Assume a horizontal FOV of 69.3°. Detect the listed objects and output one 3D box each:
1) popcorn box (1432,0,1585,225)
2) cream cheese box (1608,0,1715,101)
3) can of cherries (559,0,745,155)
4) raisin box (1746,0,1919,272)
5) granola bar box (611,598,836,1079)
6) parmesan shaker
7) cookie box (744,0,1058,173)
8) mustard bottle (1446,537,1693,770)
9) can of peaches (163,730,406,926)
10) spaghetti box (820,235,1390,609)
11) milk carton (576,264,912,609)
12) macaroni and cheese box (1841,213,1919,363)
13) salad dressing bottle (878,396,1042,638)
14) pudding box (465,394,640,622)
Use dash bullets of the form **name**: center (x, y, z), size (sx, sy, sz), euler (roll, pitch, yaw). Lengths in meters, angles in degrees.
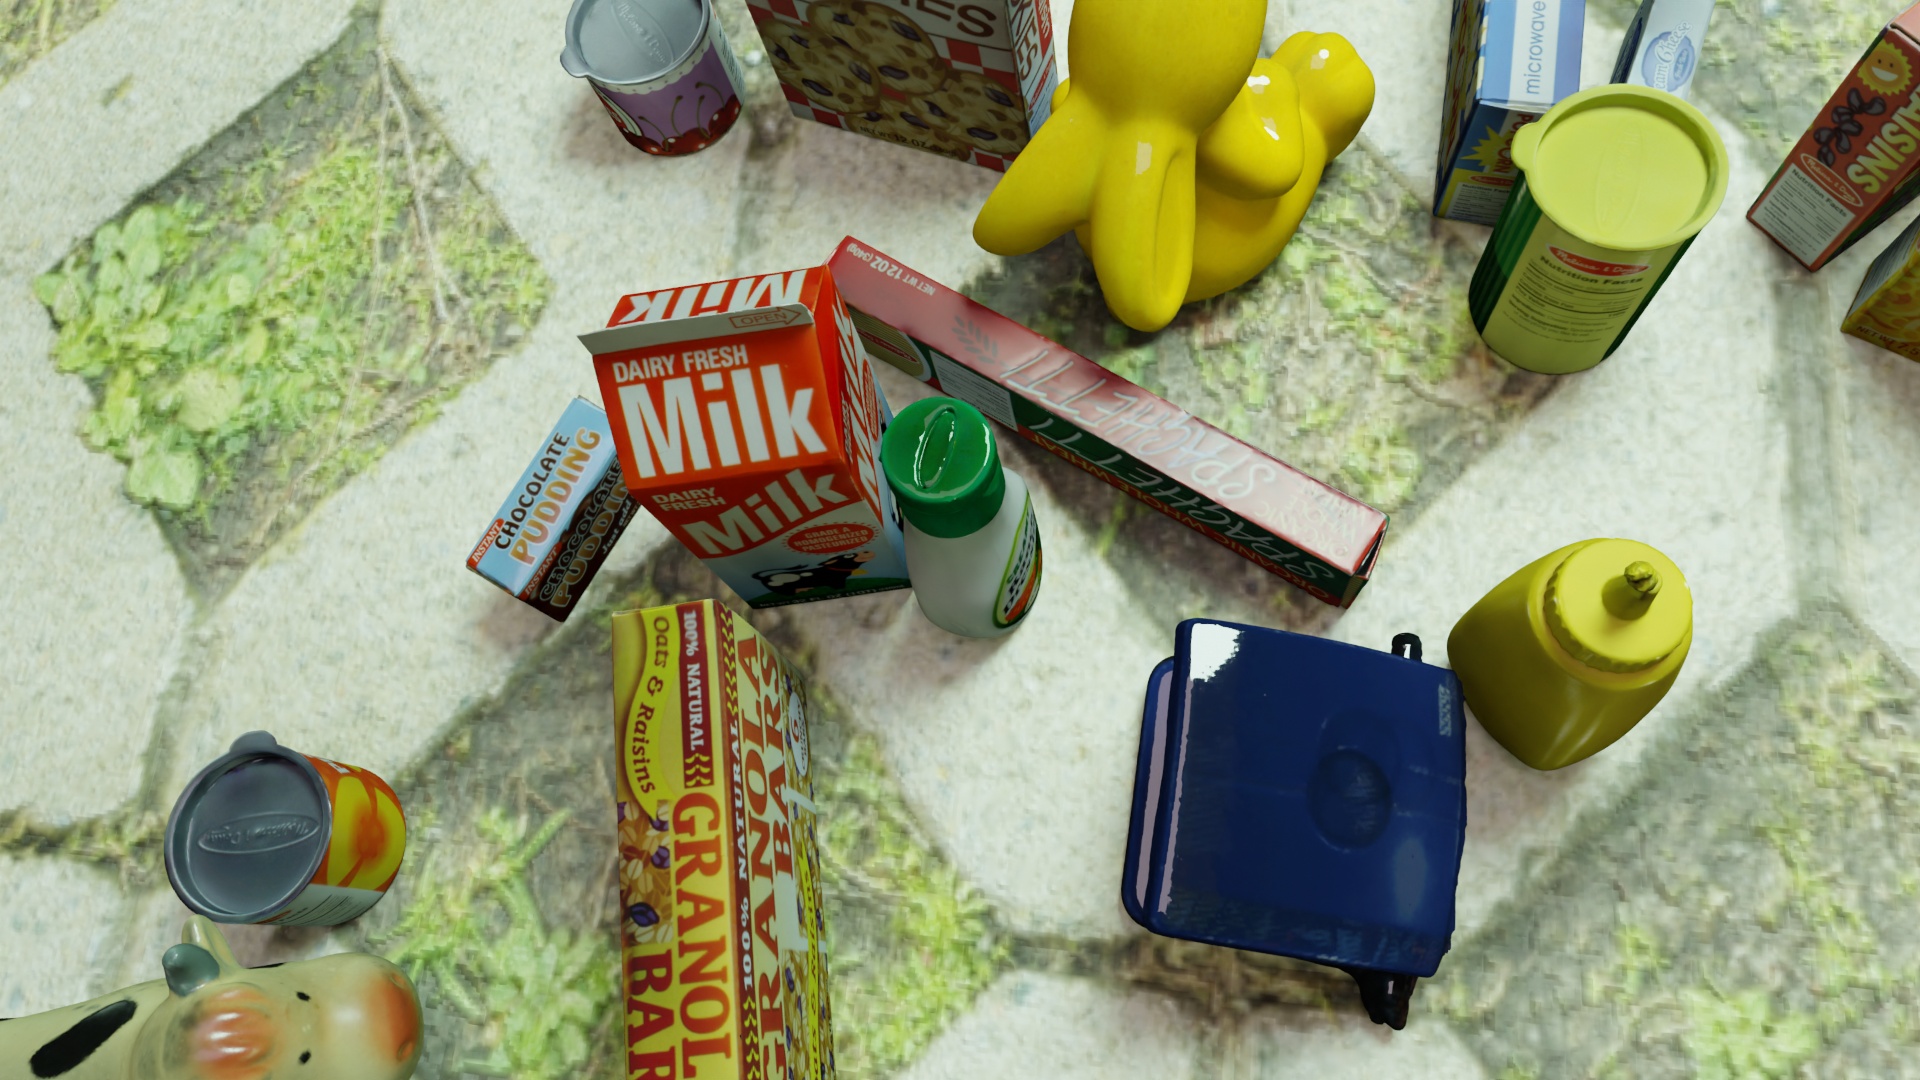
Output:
- **popcorn box**: center (0.224, -0.205, 0.565), size (0.038, 0.085, 0.127), euler (8, 74, 10)
- **cream cheese box**: center (0.278, -0.179, 0.566), size (0.024, 0.053, 0.104), euler (19, 76, 13)
- **can of cherries**: center (-0.140, -0.218, 0.634), size (0.071, 0.058, 0.071), euler (-2, 72, 7)
- **raisin box**: center (0.359, -0.165, 0.513), size (0.086, 0.123, 0.040), euler (-36, 71, -4)
- **granola bar box**: center (-0.079, 0.116, 0.482), size (0.039, 0.124, 0.166), euler (-9, 71, 5)
- **parmesan shaker**: center (0.233, -0.115, 0.525), size (0.071, 0.103, 0.071), euler (-2, 72, 7)
- **cookie box**: center (-0.027, -0.219, 0.561), size (0.123, 0.167, 0.040), euler (19, 76, 13)
- **mustard bottle**: center (0.202, 0.033, 0.451), size (0.049, 0.160, 0.065), euler (-31, 71, -2)
- **can of peaches**: center (-0.261, 0.114, 0.542), size (0.071, 0.058, 0.071), euler (-2, 72, 7)
- **spaghetti box**: center (0.052, -0.049, 0.557), size (0.250, 0.050, 0.029), euler (30, 79, 16)
- **milk carton**: center (-0.068, -0.037, 0.495), size (0.072, 0.190, 0.073), euler (-8, 72, 5)
- **macaroni and cheese box**: center (0.399, -0.096, 0.463), size (0.124, 0.166, 0.040), euler (28, 78, 15)
- **salad dressing bottle**: center (0.002, -0.006, 0.498), size (0.044, 0.147, 0.064), euler (14, 75, 12)
- **pudding box**: center (-0.162, -0.013, 0.575), size (0.030, 0.049, 0.084), euler (28, 78, 15)
